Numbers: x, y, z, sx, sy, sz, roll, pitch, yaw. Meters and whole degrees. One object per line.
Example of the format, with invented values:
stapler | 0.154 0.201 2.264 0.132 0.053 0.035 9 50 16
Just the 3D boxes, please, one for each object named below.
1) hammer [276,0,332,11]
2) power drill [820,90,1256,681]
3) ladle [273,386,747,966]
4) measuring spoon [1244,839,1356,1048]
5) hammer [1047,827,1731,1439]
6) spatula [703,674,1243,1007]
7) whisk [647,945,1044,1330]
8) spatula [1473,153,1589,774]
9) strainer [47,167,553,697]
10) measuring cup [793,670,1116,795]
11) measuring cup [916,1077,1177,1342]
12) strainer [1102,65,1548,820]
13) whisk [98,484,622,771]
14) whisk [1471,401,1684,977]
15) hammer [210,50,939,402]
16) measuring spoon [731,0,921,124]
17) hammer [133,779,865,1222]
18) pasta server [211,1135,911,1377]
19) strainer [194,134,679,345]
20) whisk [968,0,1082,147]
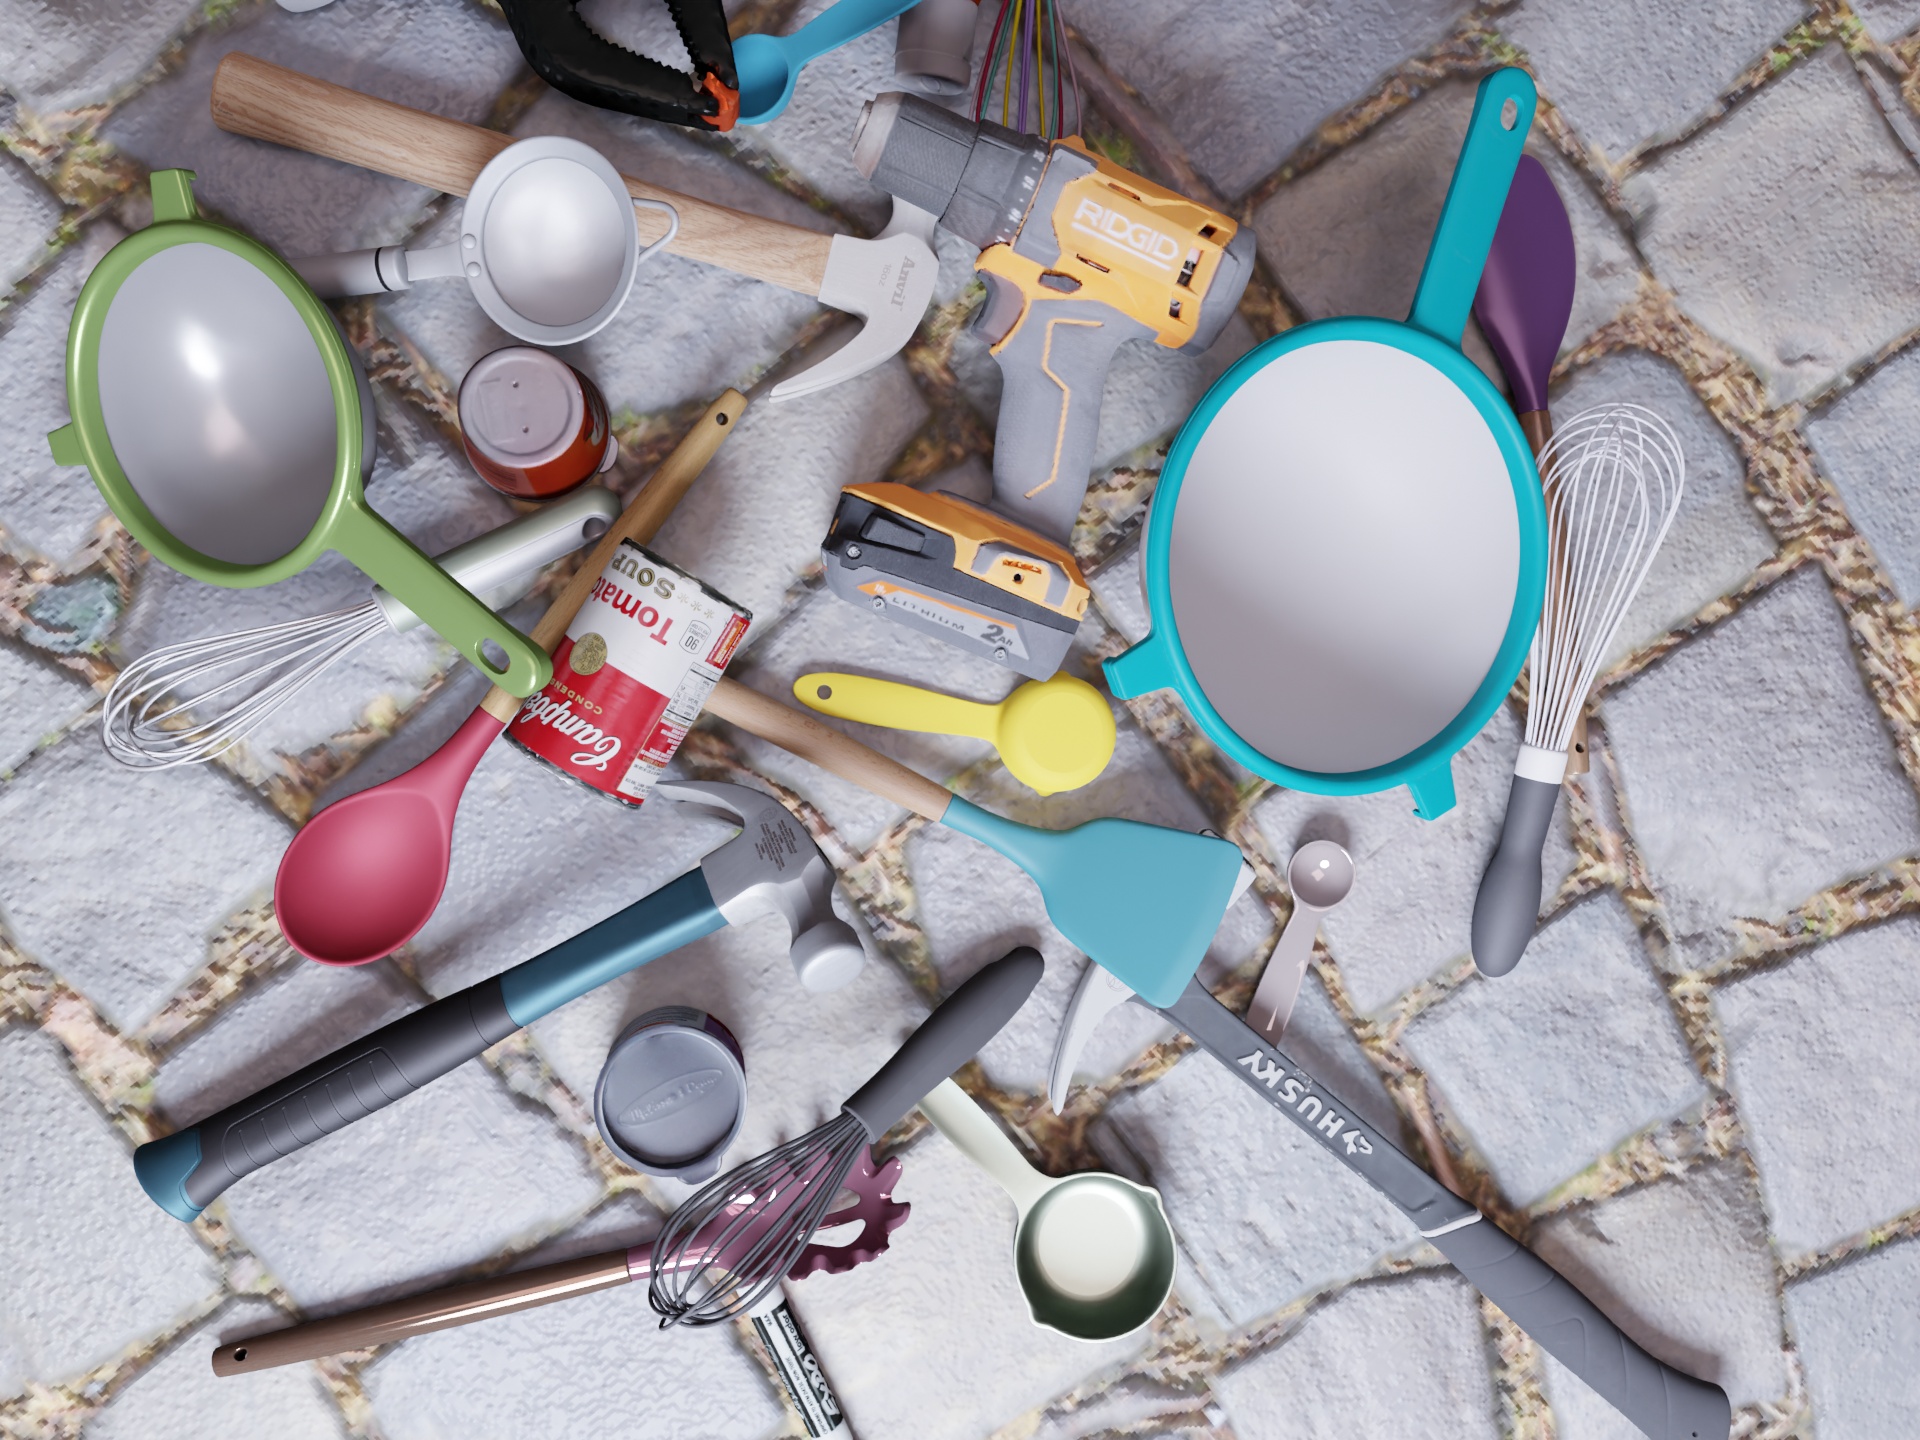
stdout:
hammer | -0.171 -0.433 0.736 0.337 0.034 0.127 -18 92 -8
power drill | 0.008 -0.152 0.712 0.185 0.084 0.226 22 95 -12
ladle | -0.196 -0.024 0.718 0.069 0.031 0.315 38 87 -24
measuring spoon | 0.160 0.117 0.783 0.034 0.018 0.124 20 93 -6
hammer | 0.220 0.236 0.772 0.409 0.036 0.149 41 92 -7
spatula | -0.028 0.027 0.734 0.317 0.044 0.082 26 88 -2
whisk | -0.045 0.181 0.712 0.239 0.055 0.055 -39 94 -26
spatula | 0.294 -0.130 0.802 0.059 0.018 0.316 -6 89 -8
strainer | -0.261 -0.103 0.679 0.256 0.069 0.151 40 115 4
measuring cup | -0.001 -0.002 0.752 0.156 0.029 0.062 10 87 -9
measuring cup | 0.030 0.218 0.754 0.167 0.038 0.083 44 83 7
strainer | 0.181 -0.135 0.742 0.210 0.095 0.340 20 87 -23
whisk | -0.264 -0.045 0.711 0.246 0.057 0.059 -28 58 -12
whisk | 0.289 -0.011 0.768 0.070 0.070 0.284 8 99 -8
hammer | -0.174 -0.239 0.733 0.331 0.031 0.130 14 87 -7
measuring spoon | -0.057 -0.316 0.738 0.128 0.021 0.042 -25 79 13
hammer | -0.208 0.129 0.695 0.331 0.033 0.128 -27 50 0
pasta server | -0.178 0.251 0.720 0.316 0.040 0.060 -12 62 -6
strainer | -0.239 -0.201 0.698 0.258 0.050 0.087 -4 98 9
whisk | 0.035 -0.358 0.764 0.047 0.051 0.245 8 83 -37
